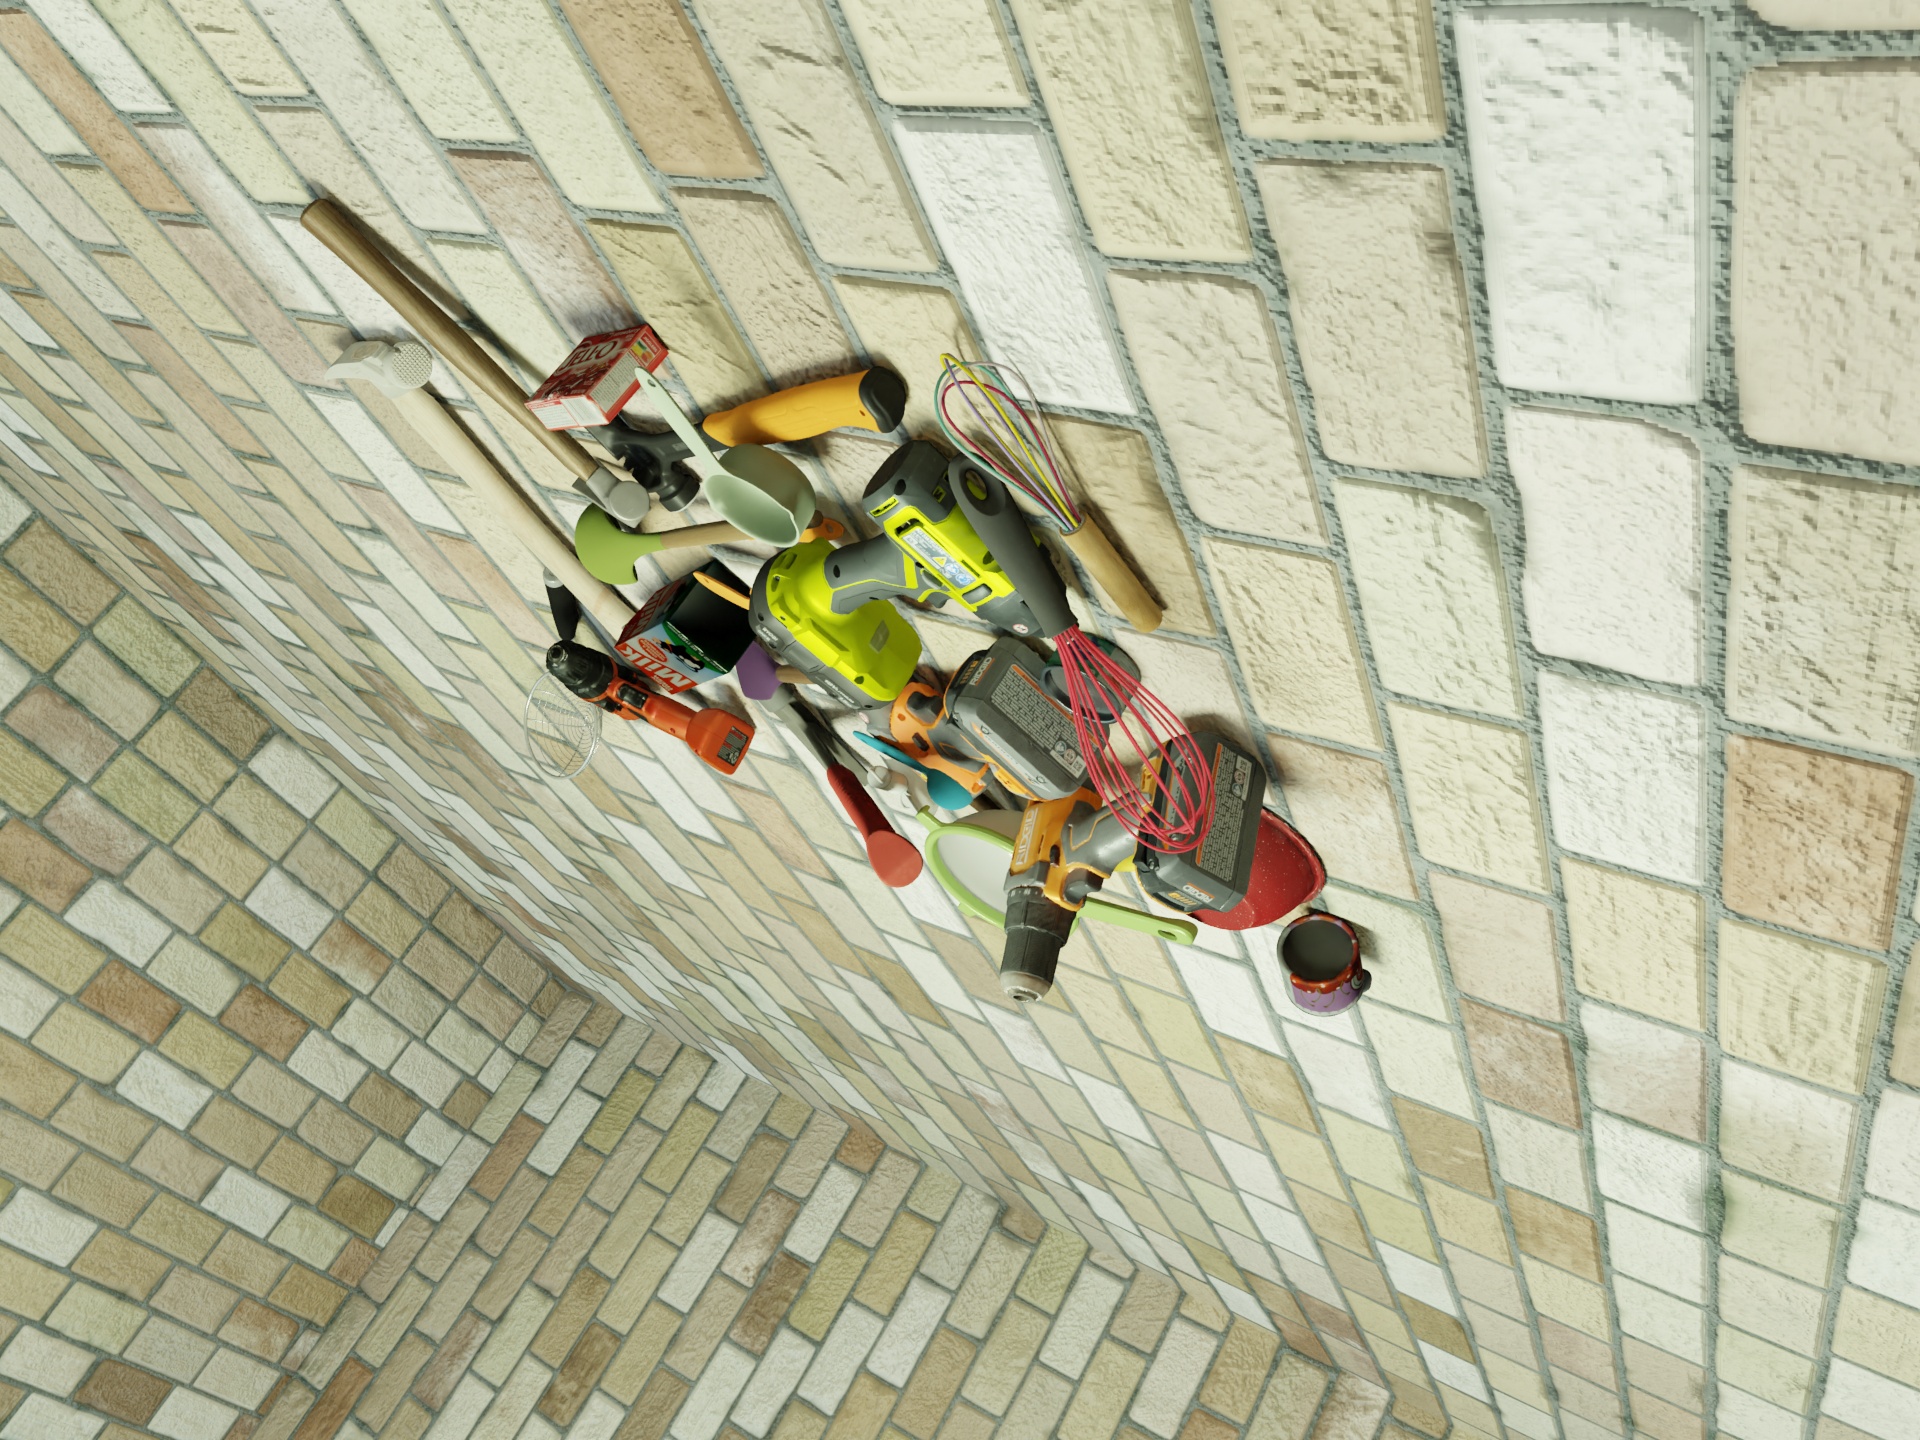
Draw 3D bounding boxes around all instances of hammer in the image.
[{"bbox_3d":[-0.156,-0.210,1.104,0.337,0.034,0.127,2,143,50],"label":"hammer"},{"bbox_3d":[-0.411,-0.187,1.473,0.146,0.038,0.410,11,149,44],"label":"hammer"},{"bbox_3d":[-0.091,0.066,1.370,0.149,0.037,0.359,49,178,-25],"label":"hammer"},{"bbox_3d":[-0.370,-0.271,1.229,0.331,0.031,0.130,44,174,-13],"label":"hammer"}]

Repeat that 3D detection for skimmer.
[{"bbox_3d":[-0.442,-0.053,1.706,0.127,0.090,0.363,60,162,20],"label":"skimmer"}]

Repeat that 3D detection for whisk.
[{"bbox_3d":[0.059,-0.133,0.972,0.047,0.051,0.244,-1,143,43],"label":"whisk"},{"bbox_3d":[0.076,-0.042,1.013,0.295,0.073,0.073,58,152,-9],"label":"whisk"}]

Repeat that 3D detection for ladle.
[{"bbox_3d":[-0.210,-0.152,1.274,0.320,0.062,0.078,0,118,45],"label":"ladle"}]

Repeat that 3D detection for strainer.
[{"bbox_3d":[0.092,0.130,1.348,0.256,0.069,0.151,13,144,31],"label":"strainer"},{"bbox_3d":[-0.052,0.056,1.406,0.087,0.050,0.258,56,-177,8],"label":"strainer"}]

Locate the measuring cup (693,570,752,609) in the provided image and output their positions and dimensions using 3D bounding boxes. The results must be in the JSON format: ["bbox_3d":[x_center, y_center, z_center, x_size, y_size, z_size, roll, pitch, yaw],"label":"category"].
[{"bbox_3d":[-0.146,-0.107,1.278,0.174,0.052,0.095,26,158,38],"label":"measuring cup"}]

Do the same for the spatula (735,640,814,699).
[{"bbox_3d":[-0.144,-0.042,1.363,0.316,0.018,0.059,6,110,64],"label":"spatula"}]

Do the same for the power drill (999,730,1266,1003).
[{"bbox_3d":[0.112,0.112,1.182,0.084,0.185,0.226,29,152,-27],"label":"power drill"}]

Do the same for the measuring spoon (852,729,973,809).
[{"bbox_3d":[-0.045,0.042,1.298,0.129,0.021,0.042,27,163,31],"label":"measuring spoon"}]

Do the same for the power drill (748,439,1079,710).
[{"bbox_3d":[-0.035,-0.088,1.111,0.171,0.080,0.223,41,145,-20],"label":"power drill"}]

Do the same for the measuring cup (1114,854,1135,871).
[{"bbox_3d":[0.140,0.115,1.388,0.156,0.029,0.062,-7,128,40],"label":"measuring cup"}]

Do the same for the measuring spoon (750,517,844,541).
[{"bbox_3d":[-0.129,-0.149,1.223,0.117,0.011,0.021,6,128,41],"label":"measuring spoon"}]

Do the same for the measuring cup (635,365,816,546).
[{"bbox_3d":[-0.157,-0.184,1.063,0.083,0.038,0.167,9,148,42],"label":"measuring cup"}]

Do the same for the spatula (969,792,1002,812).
[{"bbox_3d":[-0.048,0.002,1.400,0.082,0.044,0.317,1,146,50],"label":"spatula"}]

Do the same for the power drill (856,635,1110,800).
[{"bbox_3d":[-0.002,-0.004,1.256,0.164,0.084,0.226,41,160,-19],"label":"power drill"}]
